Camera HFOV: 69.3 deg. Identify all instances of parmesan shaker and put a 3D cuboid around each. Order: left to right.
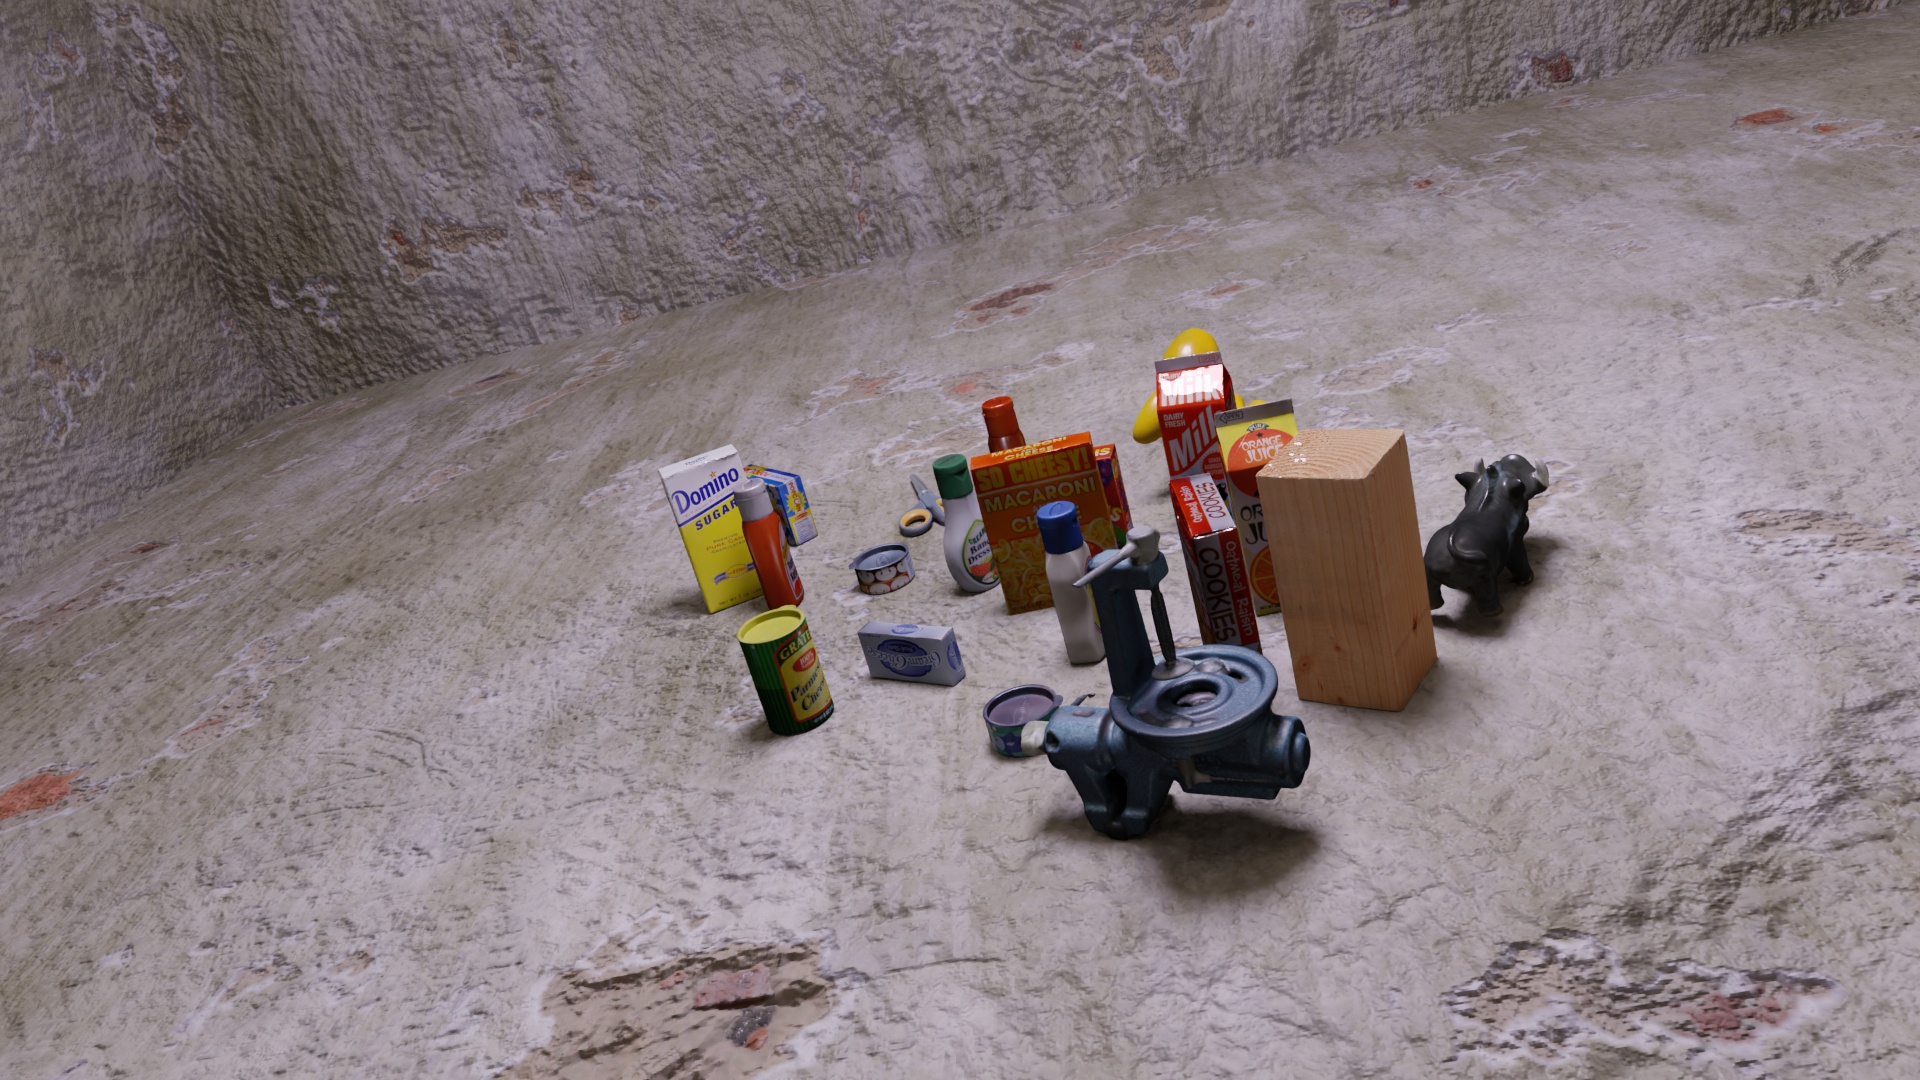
[{"bbox_3d":[-0.163,0.123,1.318,0.071,0.102,0.071,-14,23,6],"label":"parmesan shaker"}]

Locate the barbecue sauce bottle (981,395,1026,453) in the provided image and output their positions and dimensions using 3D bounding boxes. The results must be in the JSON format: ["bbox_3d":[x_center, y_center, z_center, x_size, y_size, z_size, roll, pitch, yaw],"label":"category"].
[{"bbox_3d":[0.059,-0.093,1.611,0.044,0.148,0.065,-18,22,-6],"label":"barbecue sauce bottle"}]

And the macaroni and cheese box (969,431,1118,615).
[{"bbox_3d":[0.088,-0.017,1.393,0.124,0.165,0.040,-13,23,8],"label":"macaroni and cheese box"}]

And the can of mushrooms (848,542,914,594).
[{"bbox_3d":[-0.088,0.032,1.567,0.071,0.033,0.071,-13,23,6],"label":"can of mushrooms"}]

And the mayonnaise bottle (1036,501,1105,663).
[{"bbox_3d":[0.105,0.037,1.283,0.041,0.147,0.065,-7,24,20],"label":"mayonnaise bottle"}]

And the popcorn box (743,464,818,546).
[{"bbox_3d":[-0.240,-0.047,1.780,0.038,0.085,0.127,-30,27,-31],"label":"popcorn box"}]

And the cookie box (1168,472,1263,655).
[{"bbox_3d":[0.217,0.042,1.174,0.040,0.166,0.123,-14,23,5],"label":"cookie box"}]

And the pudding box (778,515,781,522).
[{"bbox_3d":[-0.258,0.005,1.719,0.084,0.049,0.030,-16,22,-1],"label":"pudding box"}]

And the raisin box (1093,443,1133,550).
[{"bbox_3d":[0.133,-0.033,1.458,0.086,0.123,0.040,-8,24,18],"label":"raisin box"}]

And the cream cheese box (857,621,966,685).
[{"bbox_3d":[-0.047,0.108,1.339,0.104,0.053,0.024,1,28,35],"label":"cream cheese box"}]

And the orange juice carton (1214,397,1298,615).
[{"bbox_3d":[0.285,-0.036,1.276,0.072,0.192,0.073,-12,23,9],"label":"orange juice carton"}]

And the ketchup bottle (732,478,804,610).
[{"bbox_3d":[-0.218,0.004,1.568,0.043,0.148,0.065,-14,22,4],"label":"ketchup bottle"}]

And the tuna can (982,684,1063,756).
[{"bbox_3d":[0.057,0.154,1.193,0.071,0.032,0.071,-13,23,6],"label":"tuna can"}]

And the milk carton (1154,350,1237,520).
[{"bbox_3d":[0.255,-0.105,1.457,0.072,0.189,0.074,-7,24,20],"label":"milk carton"}]

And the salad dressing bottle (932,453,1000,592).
[{"bbox_3d":[0.005,-0.019,1.476,0.064,0.147,0.044,-30,26,-31],"label":"salad dressing bottle"}]
